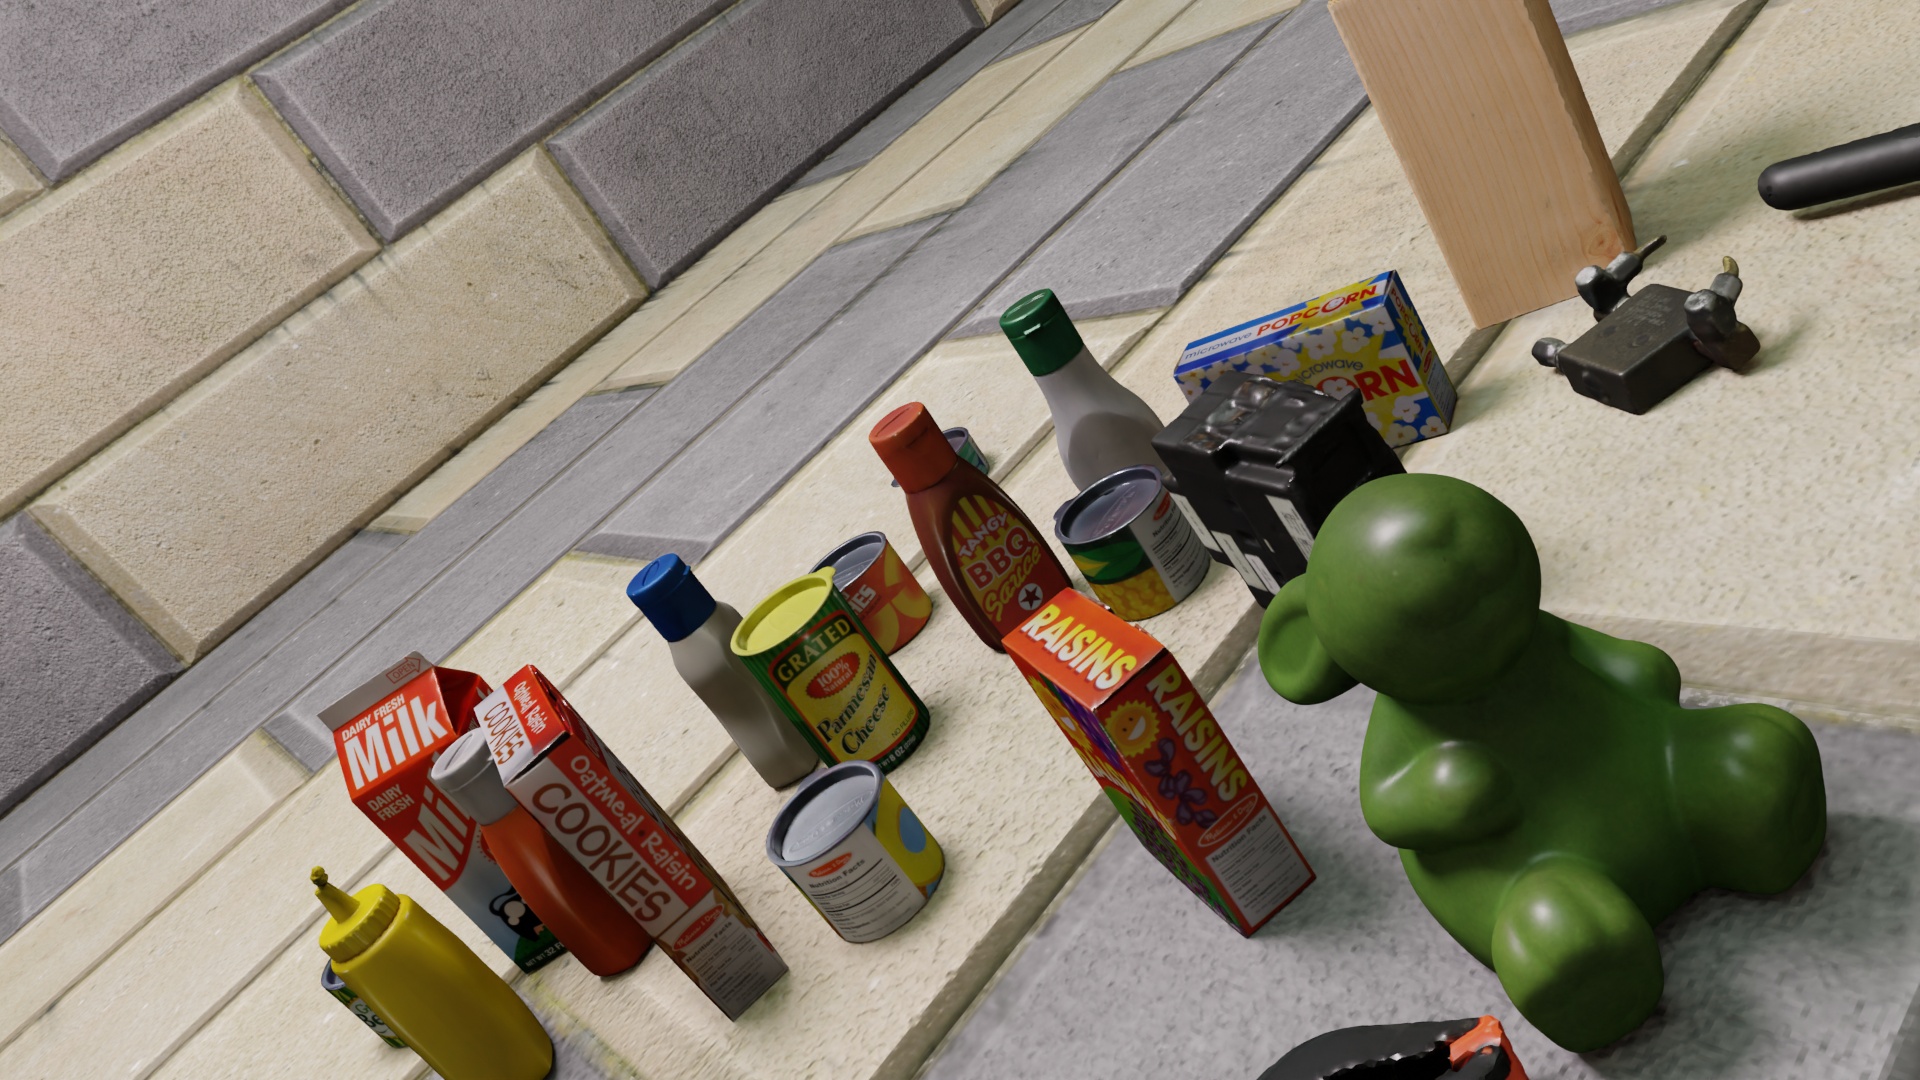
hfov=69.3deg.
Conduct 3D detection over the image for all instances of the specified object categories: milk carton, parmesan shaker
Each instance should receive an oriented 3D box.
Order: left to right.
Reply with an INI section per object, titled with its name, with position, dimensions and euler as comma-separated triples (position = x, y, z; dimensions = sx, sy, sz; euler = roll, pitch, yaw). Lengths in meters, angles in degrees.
[milk carton]
position = -0.276, 0.149, 0.797
dimensions = 0.072, 0.190, 0.074
euler = -33, 23, 5
[parmesan shaker]
position = -0.068, 0.076, 0.773
dimensions = 0.071, 0.103, 0.071
euler = -29, 24, 14

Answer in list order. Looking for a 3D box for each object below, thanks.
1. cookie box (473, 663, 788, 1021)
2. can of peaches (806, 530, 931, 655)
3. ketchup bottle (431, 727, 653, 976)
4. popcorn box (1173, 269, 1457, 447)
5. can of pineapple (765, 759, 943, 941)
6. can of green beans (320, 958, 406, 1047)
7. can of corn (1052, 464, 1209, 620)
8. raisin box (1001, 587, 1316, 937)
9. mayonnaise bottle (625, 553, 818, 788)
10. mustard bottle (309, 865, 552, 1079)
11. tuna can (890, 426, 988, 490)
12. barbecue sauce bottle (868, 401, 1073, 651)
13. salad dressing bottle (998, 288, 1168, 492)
[cookie box]
position = -0.165, 0.145, 0.686
dimensions = 0.040, 0.167, 0.123
euler = -41, 24, -14
[can of peaches]
position = -0.061, 0.038, 0.892
dimensions = 0.071, 0.058, 0.071
euler = -29, 24, 14
[ketchup bottle]
position = -0.219, 0.164, 0.746
dimensions = 0.043, 0.148, 0.065
euler = -24, 25, 25
[popcorn box]
position = 0.192, -0.085, 0.758
dimensions = 0.126, 0.085, 0.038
euler = -16, 29, 36
[can of pineapple]
position = -0.050, 0.148, 0.667
dimensions = 0.071, 0.057, 0.071
euler = -29, 24, 14
[can of green beans]
position = -0.336, 0.259, 0.833
dimensions = 0.071, 0.057, 0.071
euler = -29, 24, 14
[can of corn]
position = 0.092, 0.002, 0.758
dimensions = 0.071, 0.058, 0.071
euler = -29, 24, 14
[raisin box]
position = 0.076, 0.084, 0.540
dimensions = 0.040, 0.123, 0.086
euler = -38, 23, -8
[mayonnaise bottle]
position = -0.135, 0.074, 0.809
dimensions = 0.041, 0.147, 0.065
euler = -29, 24, 14
[mustard bottle]
position = -0.272, 0.219, 0.696
dimensions = 0.049, 0.160, 0.065
euler = -42, 24, -15
[tuna can]
position = -0.016, -0.051, 1.035
dimensions = 0.071, 0.032, 0.071
euler = -29, 24, 14
[barbecue sauce bottle]
position = 0.003, -0.010, 0.785
dimensions = 0.065, 0.148, 0.044
euler = -41, 24, -15
[salad dressing bottle]
position = 0.076, -0.079, 0.823
dimensions = 0.064, 0.147, 0.044
euler = -28, 24, 17
